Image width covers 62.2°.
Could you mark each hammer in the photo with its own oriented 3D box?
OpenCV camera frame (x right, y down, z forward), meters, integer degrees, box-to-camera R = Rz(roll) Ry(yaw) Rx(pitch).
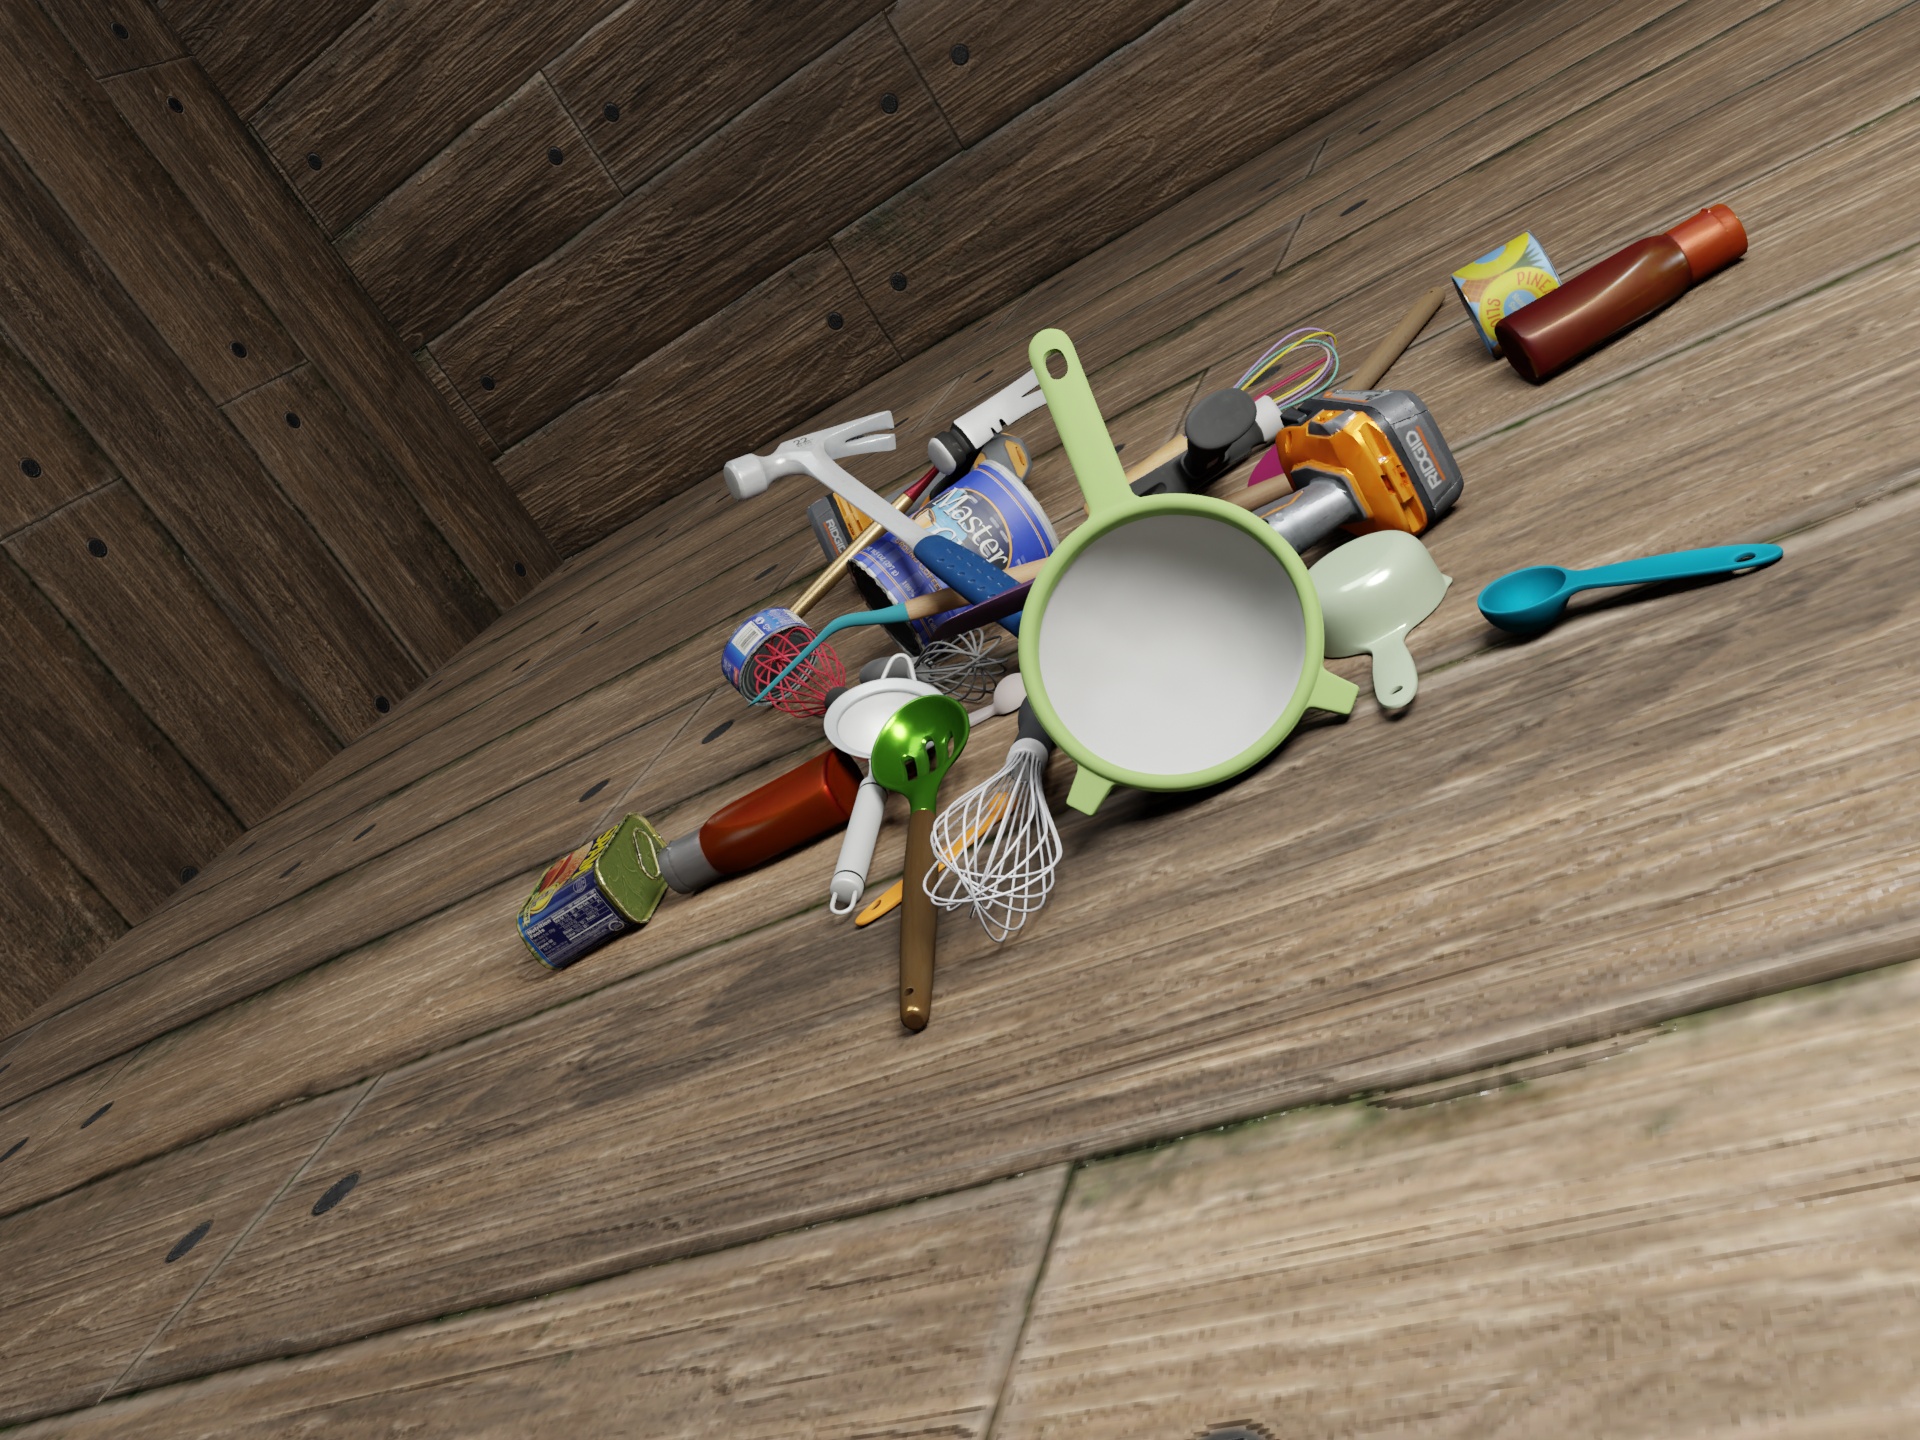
[{"bbox_3d":[-0.012,-0.200,1.408,0.127,0.034,0.337,-38,-3,-22],"label":"hammer"},{"bbox_3d":[0.165,-0.185,1.087,0.146,0.035,0.335,-33,0,9],"label":"hammer"},{"bbox_3d":[-0.024,-0.134,1.160,0.144,0.035,0.406,-25,39,-22],"label":"hammer"}]

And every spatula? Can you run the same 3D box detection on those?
[{"bbox_3d":[0.117,-0.113,1.033,0.316,0.018,0.059,-24,-8,-19],"label":"spatula"},{"bbox_3d":[-0.012,-0.078,1.183,0.317,0.044,0.082,-17,4,-3],"label":"spatula"}]

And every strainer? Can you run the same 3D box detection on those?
[{"bbox_3d":[-0.055,0.042,1.008,0.087,0.050,0.259,1,32,7],"label":"strainer"},{"bbox_3d":[0.092,-0.083,0.825,0.151,0.256,0.069,-23,-16,11],"label":"strainer"}]

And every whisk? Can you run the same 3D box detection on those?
[{"bbox_3d":[-0.101,-0.019,1.239,0.073,0.073,0.296,-37,24,-11],"label":"whisk"},{"bbox_3d":[-0.028,-0.039,1.173,0.055,0.055,0.239,-40,14,-19],"label":"whisk"},{"bbox_3d":[0.207,-0.237,1.306,0.245,0.051,0.047,-35,-4,9],"label":"whisk"},{"bbox_3d":[0.032,0.035,0.863,0.070,0.070,0.285,-28,13,19],"label":"whisk"}]

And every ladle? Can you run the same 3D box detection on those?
[{"bbox_3d":[-0.066,-0.189,1.487,0.315,0.031,0.069,-46,0,-7],"label":"ladle"}]

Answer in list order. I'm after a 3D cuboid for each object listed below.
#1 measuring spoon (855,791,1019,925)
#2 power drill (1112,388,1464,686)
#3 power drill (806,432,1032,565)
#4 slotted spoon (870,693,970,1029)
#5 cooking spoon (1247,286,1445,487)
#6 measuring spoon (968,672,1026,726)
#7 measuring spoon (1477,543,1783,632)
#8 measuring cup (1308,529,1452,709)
[{"bbox_3d":[-0.014,0.076,0.895,0.117,0.011,0.021,-38,18,-13],"label":"measuring spoon"},{"bbox_3d":[0.161,-0.105,0.941,0.226,0.084,0.164,-35,17,-5],"label":"power drill"},{"bbox_3d":[-0.038,-0.231,1.630,0.226,0.084,0.185,-24,10,2],"label":"power drill"},{"bbox_3d":[-0.023,0.069,0.876,0.070,0.031,0.314,-28,24,13],"label":"slotted spoon"},{"bbox_3d":[0.303,-0.254,1.203,0.069,0.017,0.319,-12,28,48],"label":"cooking spoon"},{"bbox_3d":[-0.002,-0.003,1.075,0.124,0.018,0.034,-26,19,27],"label":"measuring spoon"},{"bbox_3d":[0.295,-0.057,0.705,0.128,0.021,0.042,-8,29,37],"label":"measuring spoon"},{"bbox_3d":[0.206,-0.052,0.798,0.083,0.038,0.168,-27,16,19],"label":"measuring cup"}]
